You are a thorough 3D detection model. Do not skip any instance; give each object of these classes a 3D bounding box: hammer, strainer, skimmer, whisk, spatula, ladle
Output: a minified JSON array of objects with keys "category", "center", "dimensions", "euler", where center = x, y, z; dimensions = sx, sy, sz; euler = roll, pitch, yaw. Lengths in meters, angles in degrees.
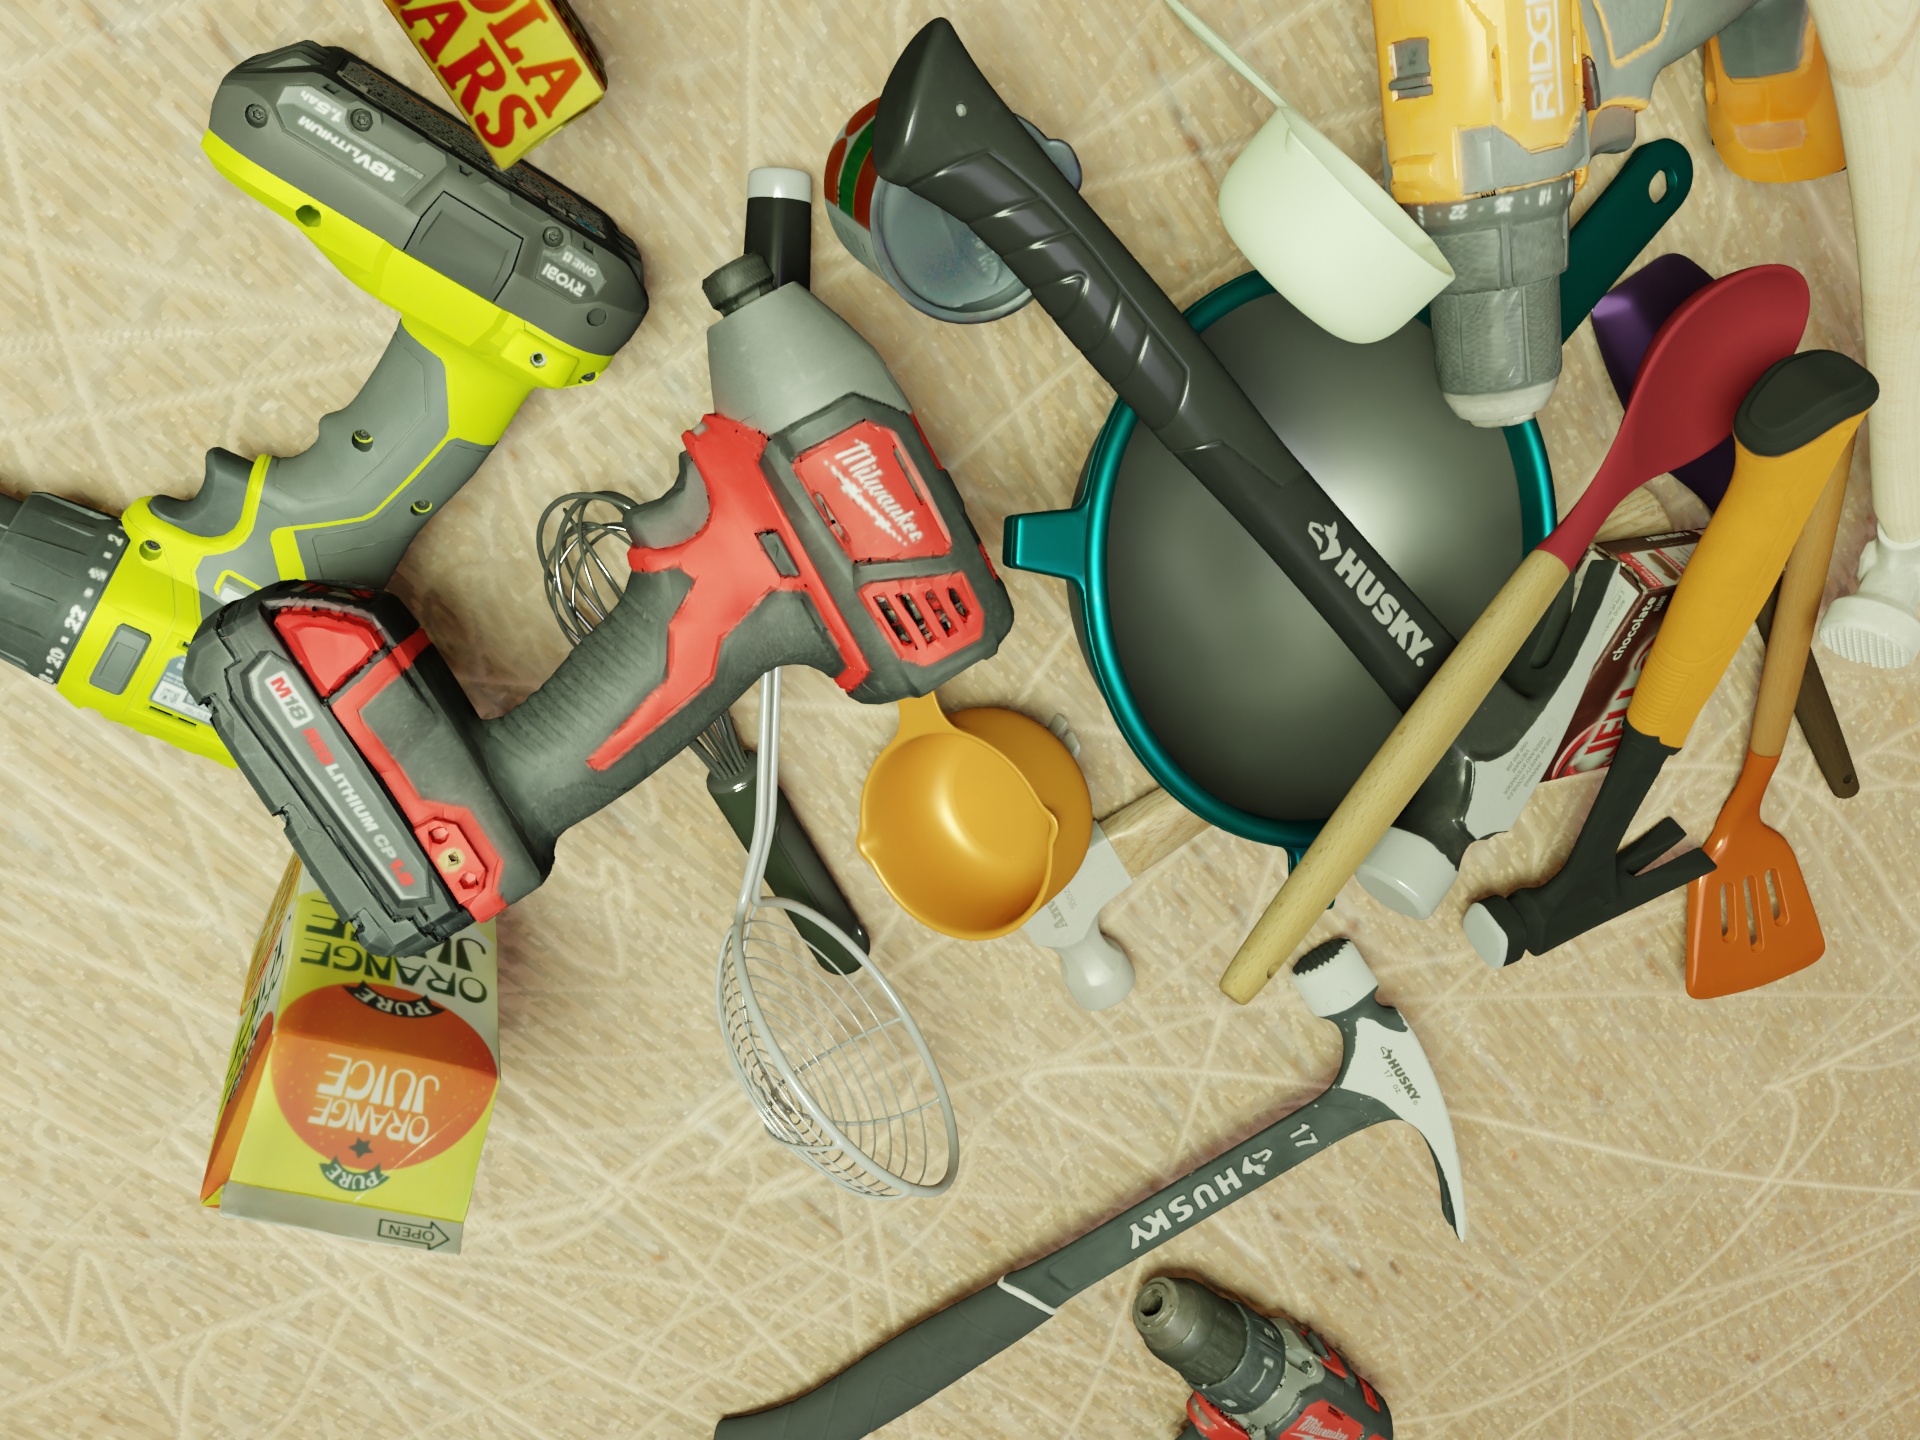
[{"category":"hammer","center":[0.163,-0.005,0.694],"dimensions":[0.331,0.031,0.130],"euler":[-32,120,0]},{"category":"hammer","center":[0.295,-0.012,0.646],"dimensions":[0.127,0.034,0.336],"euler":[-22,144,-13]},{"category":"hammer","center":[0.324,-0.168,0.542],"dimensions":[0.410,0.038,0.146],"euler":[39,78,-50]},{"category":"hammer","center":[0.097,-0.088,0.522],"dimensions":[0.334,0.035,0.146],"euler":[43,78,-23]},{"category":"strainer","center":[0.159,-0.108,0.622],"dimensions":[0.340,0.095,0.210],"euler":[-48,113,-15]},{"category":"skimmer","center":[-0.039,-0.008,0.573],"dimensions":[0.090,0.127,0.363],"euler":[4,100,9]},{"category":"whisk","center":[-0.091,0.014,0.621],"dimensions":[0.059,0.058,0.246],"euler":[-8,128,26]},{"category":"spatula","center":[0.364,-0.075,0.728],"dimensions":[0.060,0.018,0.315],"euler":[-34,119,6]},{"category":"ladle","center":[0.185,-0.032,0.535],"dimensions":[0.315,0.031,0.069],"euler":[-51,135,-8]},{"category":"spatula","center":[0.387,-0.001,0.743],"dimensions":[0.081,0.041,0.322],"euler":[-15,127,-8]},{"category":"hammer","center":[0.053,0.272,0.771],"dimensions":[0.409,0.036,0.149],"euler":[-33,92,5]}]

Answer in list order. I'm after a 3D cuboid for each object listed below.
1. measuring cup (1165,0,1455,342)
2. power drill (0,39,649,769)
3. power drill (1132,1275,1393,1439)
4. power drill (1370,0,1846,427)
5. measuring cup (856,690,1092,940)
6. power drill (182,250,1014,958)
[{"category":"measuring cup","center":[0.098,-0.185,0.524],"dimensions":[0.083,0.168,0.038],"euler":[13,129,-44]},{"category":"power drill","center":[-0.225,-0.093,0.513],"dimensions":[0.190,0.080,0.228],"euler":[28,107,-27]},{"category":"power drill","center":[0.104,0.404,0.848],"dimensions":[0.226,0.080,0.187],"euler":[-47,118,5]},{"category":"power drill","center":[0.244,-0.215,0.558],"dimensions":[0.226,0.084,0.185],"euler":[-20,112,-21]},{"category":"measuring cup","center":[-0.001,-0.002,0.634],"dimensions":[0.095,0.052,0.173],"euler":[-10,98,34]},{"category":"power drill","center":[-0.106,-0.037,0.485],"dimensions":[0.219,0.078,0.143],"euler":[-29,104,-6]}]
